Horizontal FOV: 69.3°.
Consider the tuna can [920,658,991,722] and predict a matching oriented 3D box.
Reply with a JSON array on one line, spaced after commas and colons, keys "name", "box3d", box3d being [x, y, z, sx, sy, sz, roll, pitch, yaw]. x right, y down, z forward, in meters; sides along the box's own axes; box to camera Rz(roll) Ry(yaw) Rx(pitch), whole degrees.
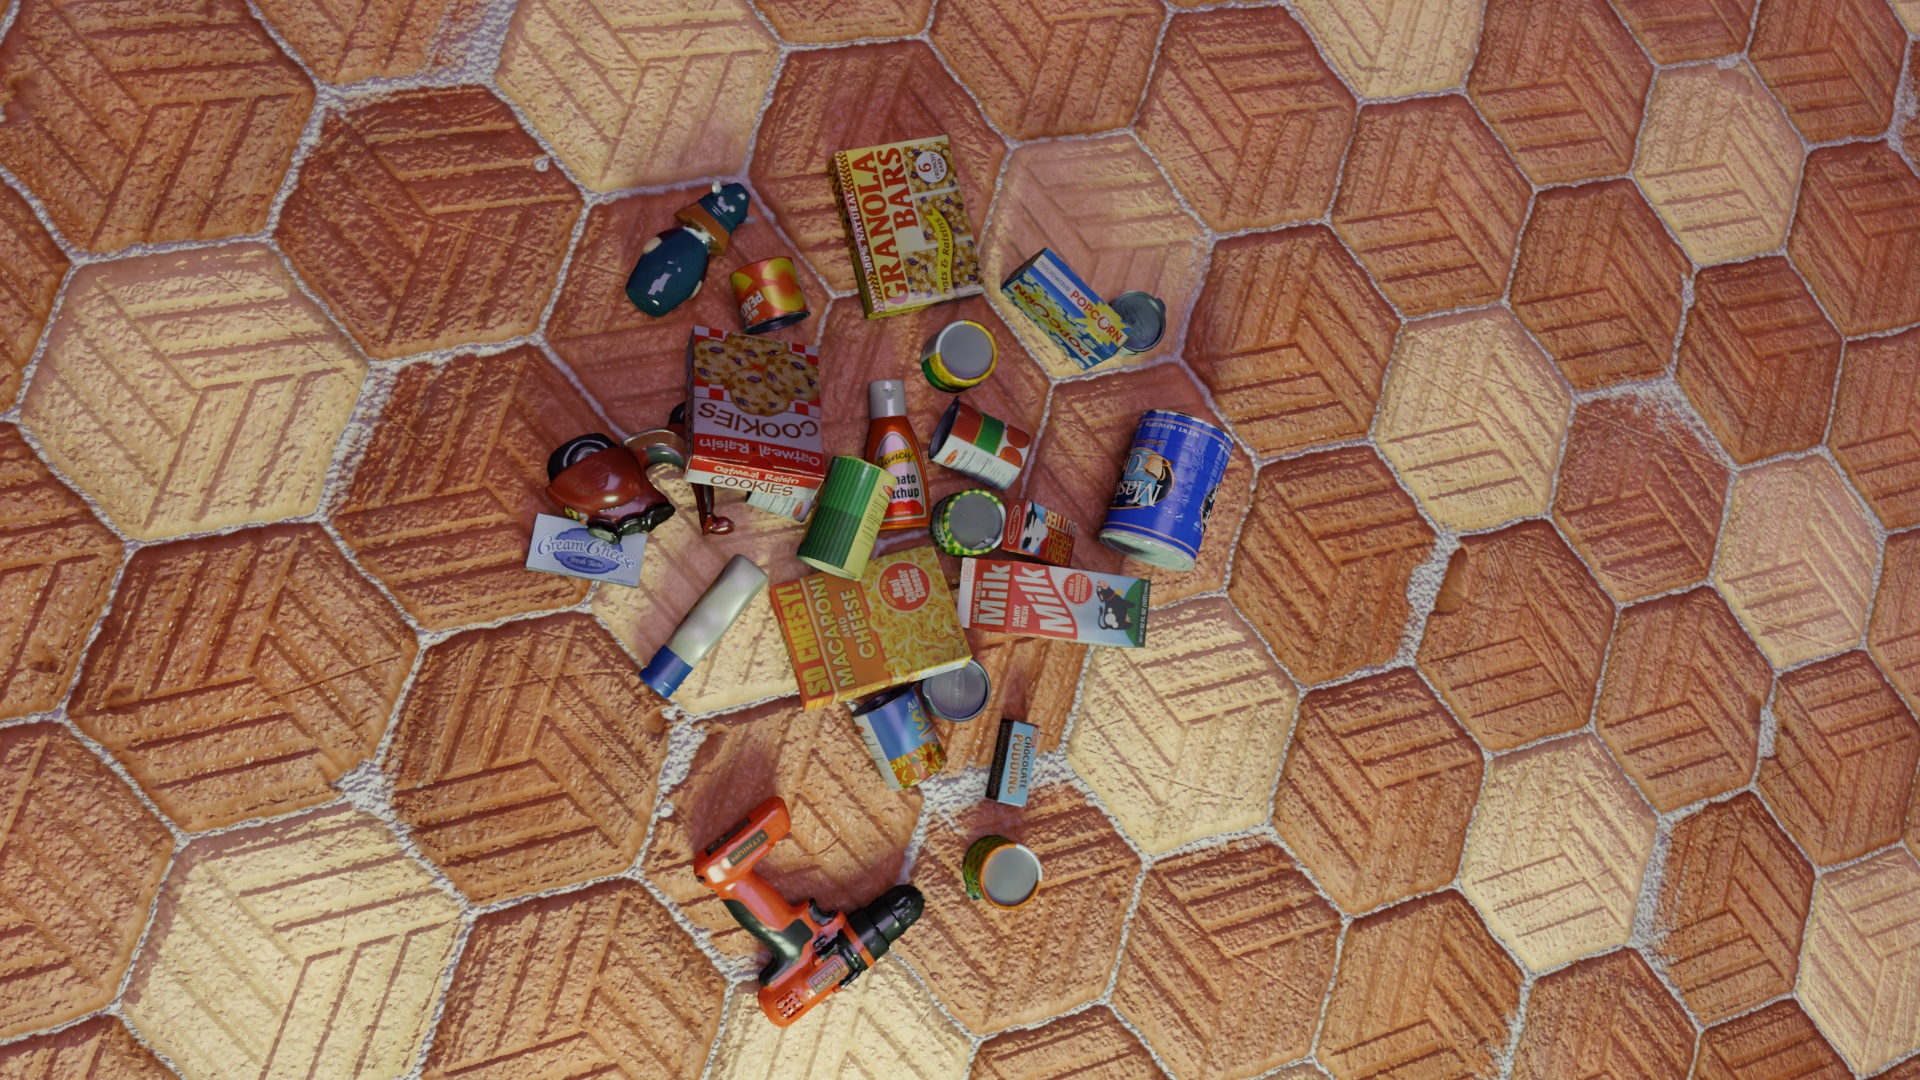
[{"name": "tuna can", "box3d": [-0.008, 0.148, 1.389, 0.071, 0.033, 0.071, 1, 85, -17]}]

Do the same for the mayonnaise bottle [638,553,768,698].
[{"name": "mayonnaise bottle", "box3d": [-0.242, 0.080, 1.309, 0.041, 0.064, 0.148, 40, 80, -7]}]

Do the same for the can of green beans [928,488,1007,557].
[{"name": "can of green beans", "box3d": [0.007, -0.017, 1.393, 0.071, 0.057, 0.071, 1, 86, -17]}]

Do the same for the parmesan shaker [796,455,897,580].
[{"name": "parmesan shaker", "box3d": [-0.109, -0.022, 1.316, 0.071, 0.071, 0.103, 23, 78, -14]}]

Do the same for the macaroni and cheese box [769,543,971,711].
[{"name": "macaroni and cheese box", "box3d": [-0.088, 0.084, 1.348, 0.167, 0.040, 0.124, -14, 71, -17]}]

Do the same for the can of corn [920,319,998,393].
[{"name": "can of corn", "box3d": [0.001, -0.185, 1.403, 0.071, 0.058, 0.071, 1, 86, -17]}]

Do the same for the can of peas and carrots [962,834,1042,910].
[{"name": "can of peas and carrots", "box3d": [0.039, 0.330, 1.376, 0.071, 0.058, 0.071, 1, 85, -17]}]

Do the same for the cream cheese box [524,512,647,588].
[{"name": "cream cheese box", "box3d": [-0.349, 0.009, 1.299, 0.104, 0.024, 0.053, 11, 81, -16]}]

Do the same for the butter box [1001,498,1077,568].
[{"name": "butter box", "box3d": [0.081, -0.005, 1.403, 0.103, 0.024, 0.053, 22, 76, -54]}]

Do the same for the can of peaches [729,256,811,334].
[{"name": "can of peaches", "box3d": [-0.187, -0.237, 1.345, 0.071, 0.071, 0.058, -17, 91, -17]}]

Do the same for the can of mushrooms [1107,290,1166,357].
[{"name": "can of mushrooms", "box3d": [0.184, -0.231, 1.476, 0.071, 0.033, 0.071, 1, 85, -16]}]

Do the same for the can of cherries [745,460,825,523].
[{"name": "can of cherries", "box3d": [-0.169, -0.059, 1.340, 0.058, 0.071, 0.071, 20, 81, -14]}]

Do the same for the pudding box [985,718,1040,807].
[{"name": "pudding box", "box3d": [0.053, 0.222, 1.393, 0.030, 0.049, 0.084, 14, 82, -14]}]

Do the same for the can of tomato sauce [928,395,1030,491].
[{"name": "can of tomato sauce", "box3d": [0.020, -0.097, 1.399, 0.083, 0.071, 0.071, 24, 80, -15]}]

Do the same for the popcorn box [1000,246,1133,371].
[{"name": "popcorn box", "box3d": [0.107, -0.237, 1.426, 0.126, 0.085, 0.038, 42, 75, -10]}]

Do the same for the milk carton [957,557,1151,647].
[{"name": "milk carton", "box3d": [0.089, 0.063, 1.404, 0.191, 0.073, 0.072, 7, 84, -16]}]

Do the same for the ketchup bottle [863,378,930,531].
[{"name": "ketchup bottle", "box3d": [-0.068, -0.085, 1.383, 0.065, 0.043, 0.149, -5, 87, -10]}]

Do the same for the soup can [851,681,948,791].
[{"name": "soup can", "box3d": [-0.056, 0.191, 1.353, 0.071, 0.071, 0.083, -28, 95, -17]}]

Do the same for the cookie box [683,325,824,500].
[{"name": "cookie box", "box3d": [-0.194, -0.121, 1.302, 0.123, 0.040, 0.168, 8, 51, -20]}]

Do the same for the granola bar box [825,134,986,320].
[{"name": "granola bar box", "box3d": [-0.055, -0.317, 1.407, 0.124, 0.039, 0.165, -14, 90, -18]}]
